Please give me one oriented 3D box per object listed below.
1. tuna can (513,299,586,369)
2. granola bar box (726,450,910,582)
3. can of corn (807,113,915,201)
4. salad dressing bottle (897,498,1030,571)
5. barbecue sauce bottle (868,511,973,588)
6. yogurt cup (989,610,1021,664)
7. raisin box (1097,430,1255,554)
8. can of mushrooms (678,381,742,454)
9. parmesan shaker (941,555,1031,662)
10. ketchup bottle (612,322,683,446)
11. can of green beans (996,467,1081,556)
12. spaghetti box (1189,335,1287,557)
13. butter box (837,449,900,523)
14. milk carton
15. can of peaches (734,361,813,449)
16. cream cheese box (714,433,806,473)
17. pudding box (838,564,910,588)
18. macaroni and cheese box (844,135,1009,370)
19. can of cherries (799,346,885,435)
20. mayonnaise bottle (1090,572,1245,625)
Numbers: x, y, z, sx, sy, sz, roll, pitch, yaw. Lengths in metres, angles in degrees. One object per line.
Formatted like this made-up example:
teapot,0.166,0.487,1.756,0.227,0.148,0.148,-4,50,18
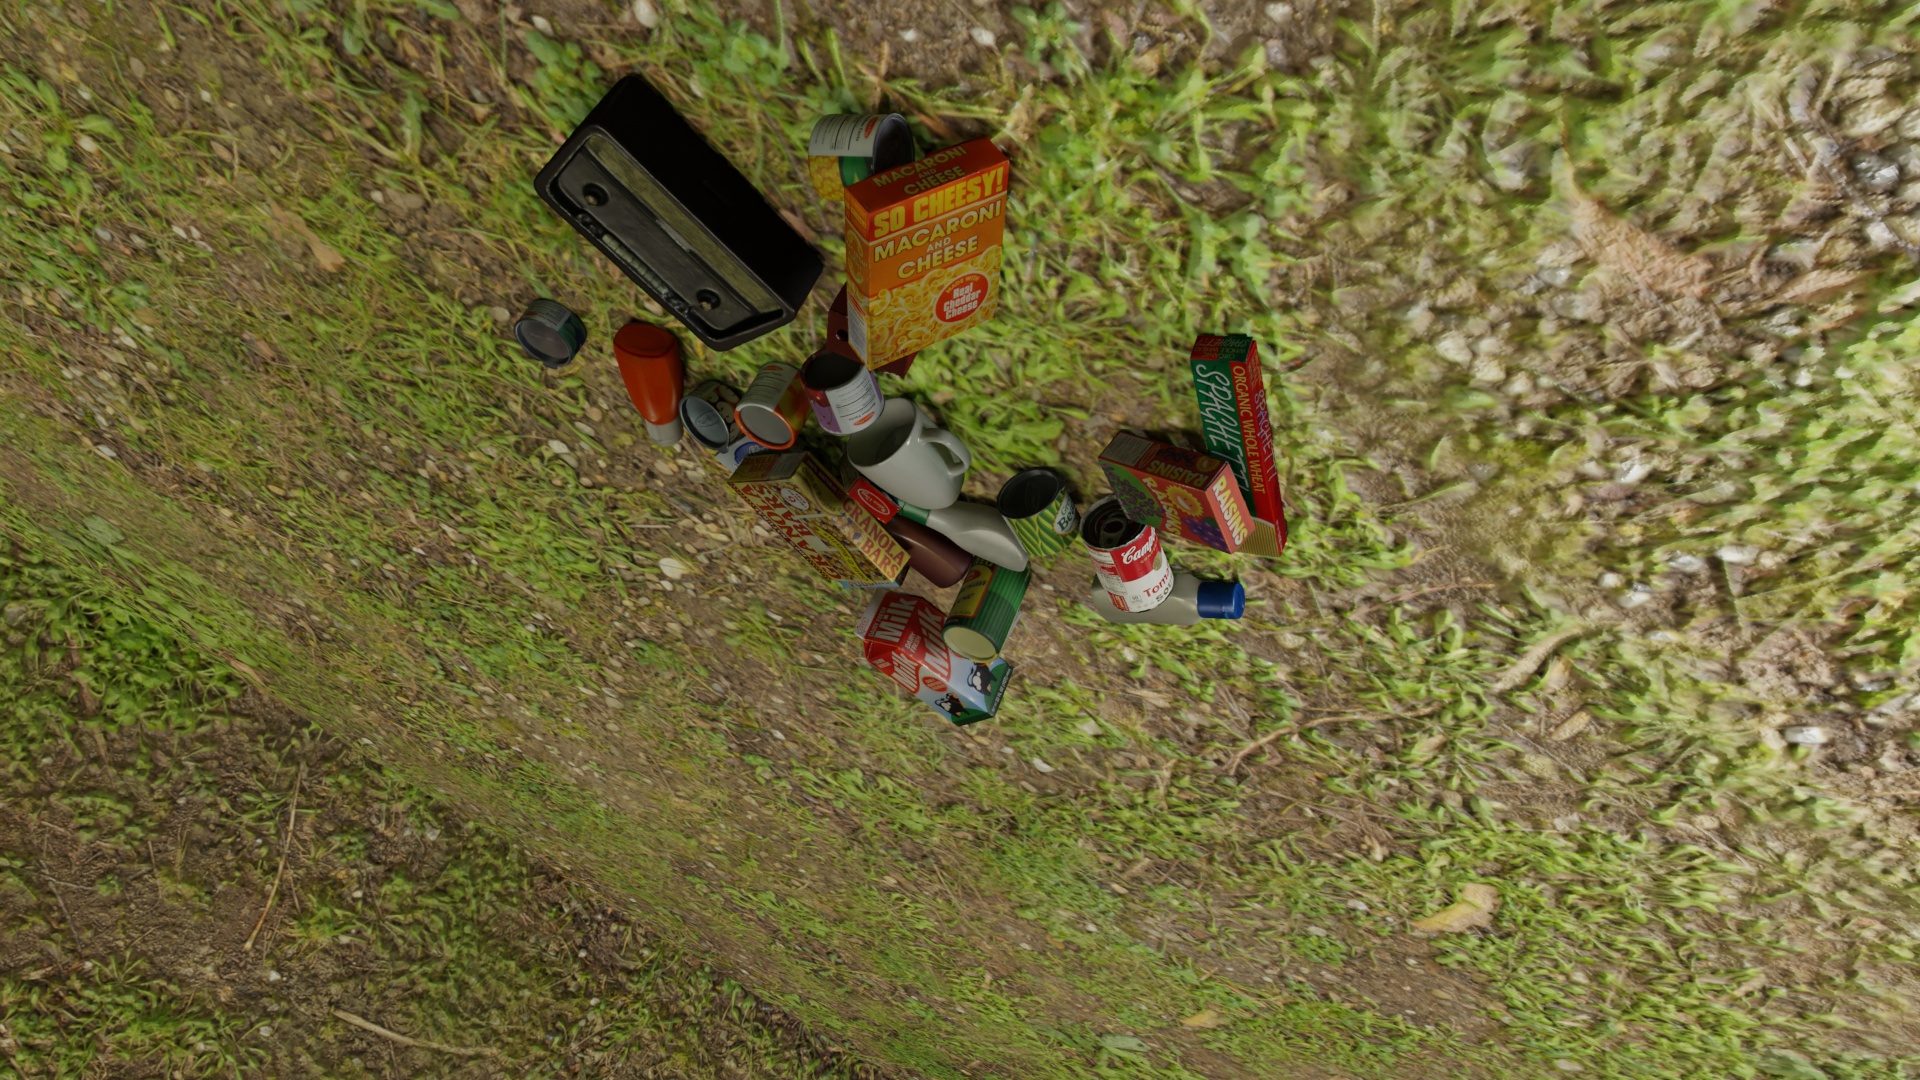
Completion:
tuna can,-0.418,-0.210,1.420,0.071,0.033,0.070,17,146,12
granola bar box,-0.147,-0.021,1.436,0.124,0.039,0.165,0,140,51
can of corn,-0.075,-0.290,1.061,0.058,0.071,0.071,8,143,24
salad dressing bottle,0.005,-0.018,1.410,0.148,0.044,0.064,24,149,3
barbecue sauce bottle,-0.060,-0.008,1.463,0.148,0.044,0.064,37,152,-17
yogurt cup,0.028,0.095,1.533,0.054,0.073,0.072,30,147,6
raisin box,0.190,-0.043,1.225,0.123,0.040,0.085,23,153,44
can of mushrooms,-0.250,-0.126,1.416,0.071,0.034,0.070,24,138,23
parmesan shaker,0.029,0.068,1.456,0.071,0.103,0.071,17,145,12
ketchup bottle,-0.312,-0.155,1.419,0.065,0.044,0.148,18,146,11
can of green beans,0.076,-0.027,1.329,0.071,0.071,0.057,-1,139,33
spaghetti box,0.241,-0.076,1.191,0.050,0.029,0.249,7,143,26
butter box,-0.092,-0.056,1.376,0.053,0.104,0.024,39,100,-21
milk carton,-0.038,0.133,1.618,0.190,0.073,0.073,39,144,-20
can of peaches,-0.179,-0.129,1.357,0.071,0.058,0.071,17,145,12
cream cheese box,-0.211,-0.095,1.456,0.053,0.024,0.103,40,143,-20
pudding box,-0.095,0.024,1.524,0.083,0.050,0.030,-3,139,36
macaroni and cheese box,-0.028,-0.221,1.079,0.040,0.124,0.165,53,157,28
can of cherries,-0.112,-0.142,1.292,0.071,0.072,0.058,7,143,25
mayonnaise bottle,0.208,0.058,1.387,0.148,0.041,0.064,1,141,30
